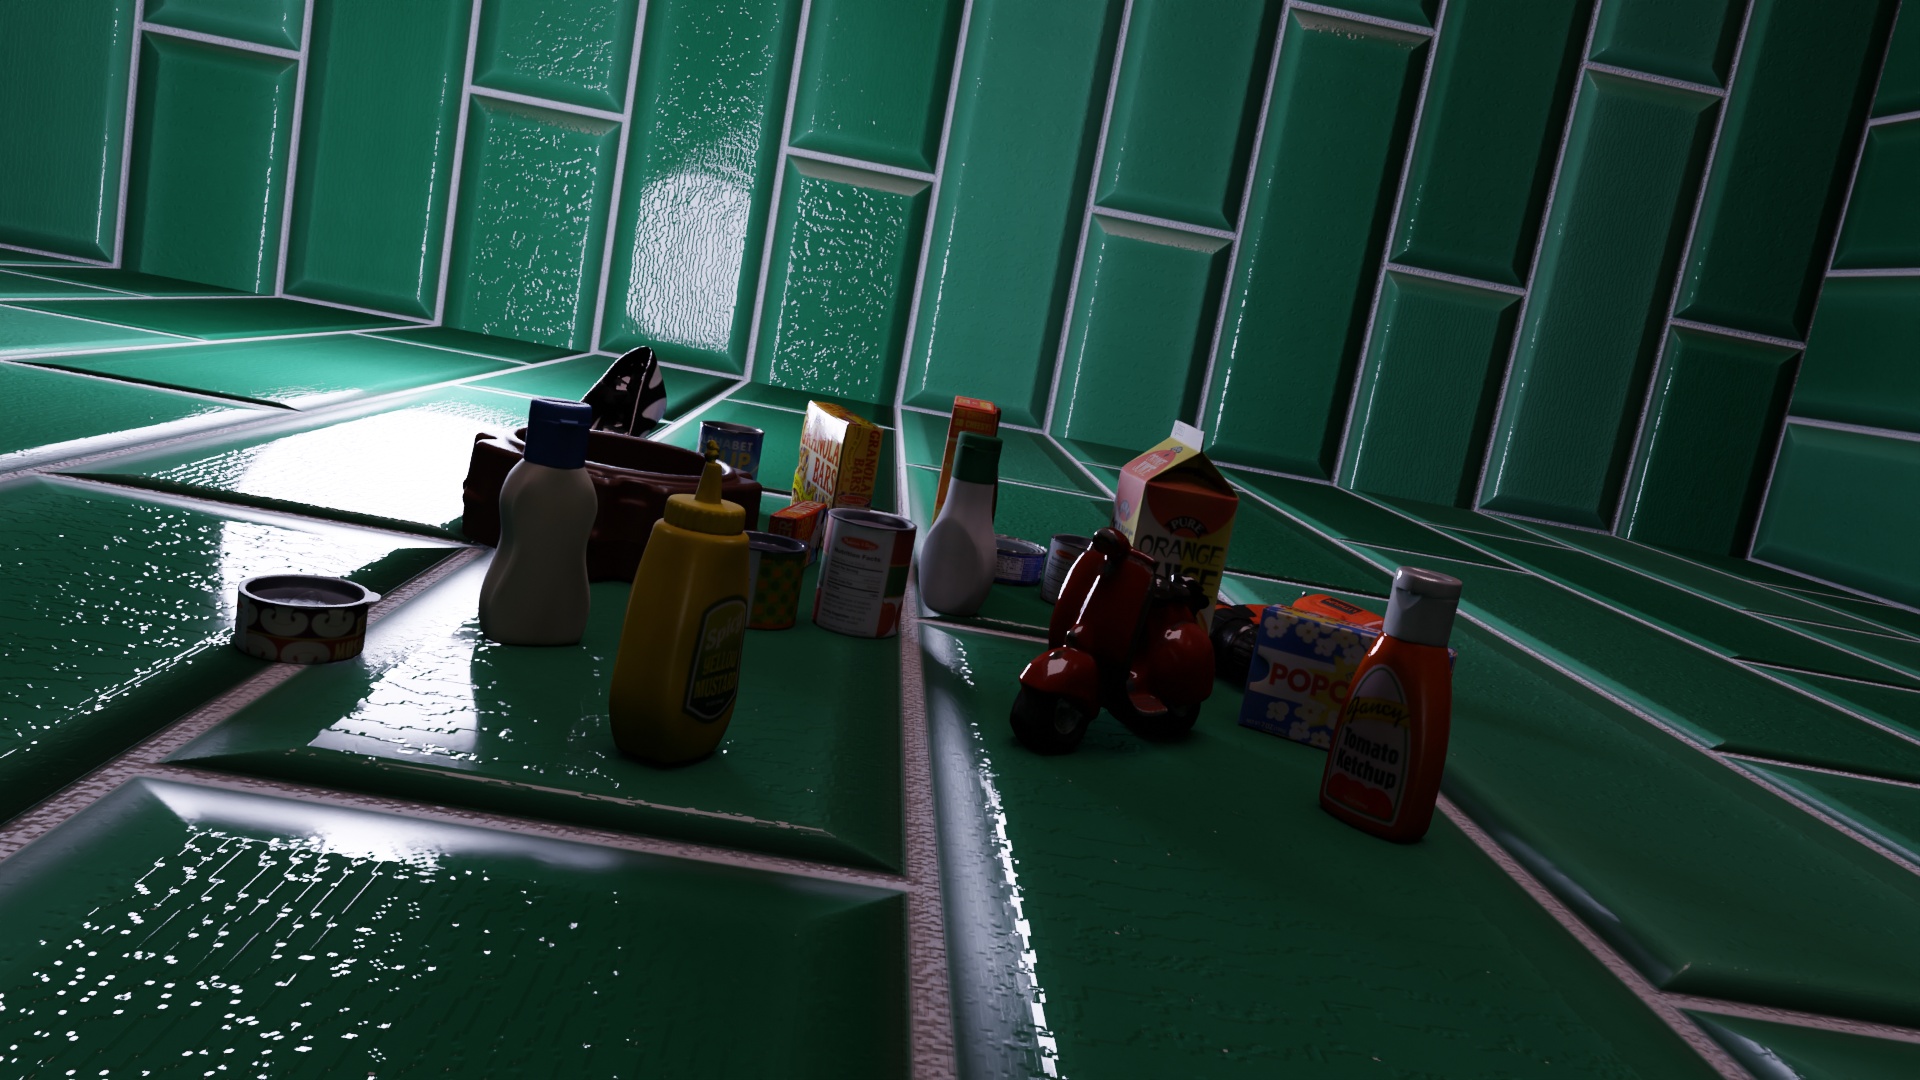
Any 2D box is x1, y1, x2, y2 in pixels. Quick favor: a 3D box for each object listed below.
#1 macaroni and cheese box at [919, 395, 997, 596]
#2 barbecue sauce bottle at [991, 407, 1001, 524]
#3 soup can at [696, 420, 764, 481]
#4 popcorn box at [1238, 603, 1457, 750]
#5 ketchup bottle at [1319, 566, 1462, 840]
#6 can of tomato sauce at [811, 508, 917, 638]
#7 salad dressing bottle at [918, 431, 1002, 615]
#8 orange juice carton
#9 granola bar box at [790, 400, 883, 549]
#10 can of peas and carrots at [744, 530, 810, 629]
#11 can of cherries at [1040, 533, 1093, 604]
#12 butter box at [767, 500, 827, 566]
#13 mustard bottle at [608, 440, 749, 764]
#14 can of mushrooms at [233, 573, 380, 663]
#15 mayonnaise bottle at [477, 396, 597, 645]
[{"bbox_3d":[-0.001,-0.040,1.226,0.040,0.166,0.124,10,9,-1],"label":"macaroni and cheese box"},{"bbox_3d":[0.012,-0.070,1.471,0.065,0.148,0.044,6,10,-24],"label":"barbecue sauce bottle"},{"bbox_3d":[-0.241,-0.076,1.428,0.071,0.083,0.071,10,9,-2],"label":"soup can"},{"bbox_3d":[0.262,0.099,0.941,0.127,0.085,0.038,15,10,24],"label":"popcorn box"},{"bbox_3d":[0.250,0.090,0.788,0.043,0.148,0.065,3,11,-39],"label":"ketchup bottle"},{"bbox_3d":[-0.071,0.024,1.029,0.071,0.083,0.071,10,9,-2],"label":"can of tomato sauce"},{"bbox_3d":[0.004,-0.014,1.139,0.064,0.147,0.044,15,10,28],"label":"salad dressing bottle"},{"bbox_3d":[0.150,0.009,1.023,0.073,0.192,0.072,9,9,-9],"label":"orange juice carton"},{"bbox_3d":[-0.125,-0.064,1.362,0.039,0.124,0.166,7,10,-21],"label":"granola bar box"},{"bbox_3d":[-0.145,0.028,0.999,0.071,0.058,0.071,10,9,-2],"label":"can of peas and carrots"},{"bbox_3d":[0.112,0.030,1.267,0.071,0.058,0.071,10,9,-2],"label":"can of cherries"},{"bbox_3d":[-0.142,-0.002,1.195,0.024,0.053,0.104,12,9,8],"label":"butter box"},{"bbox_3d":[-0.135,0.029,0.694,0.049,0.160,0.065,14,10,22],"label":"mustard bottle"},{"bbox_3d":[-0.356,0.042,0.758,0.071,0.033,0.071,10,9,-2],"label":"can of mushrooms"},{"bbox_3d":[-0.252,-0.012,0.843,0.065,0.147,0.041,4,11,-34],"label":"mayonnaise bottle"}]
